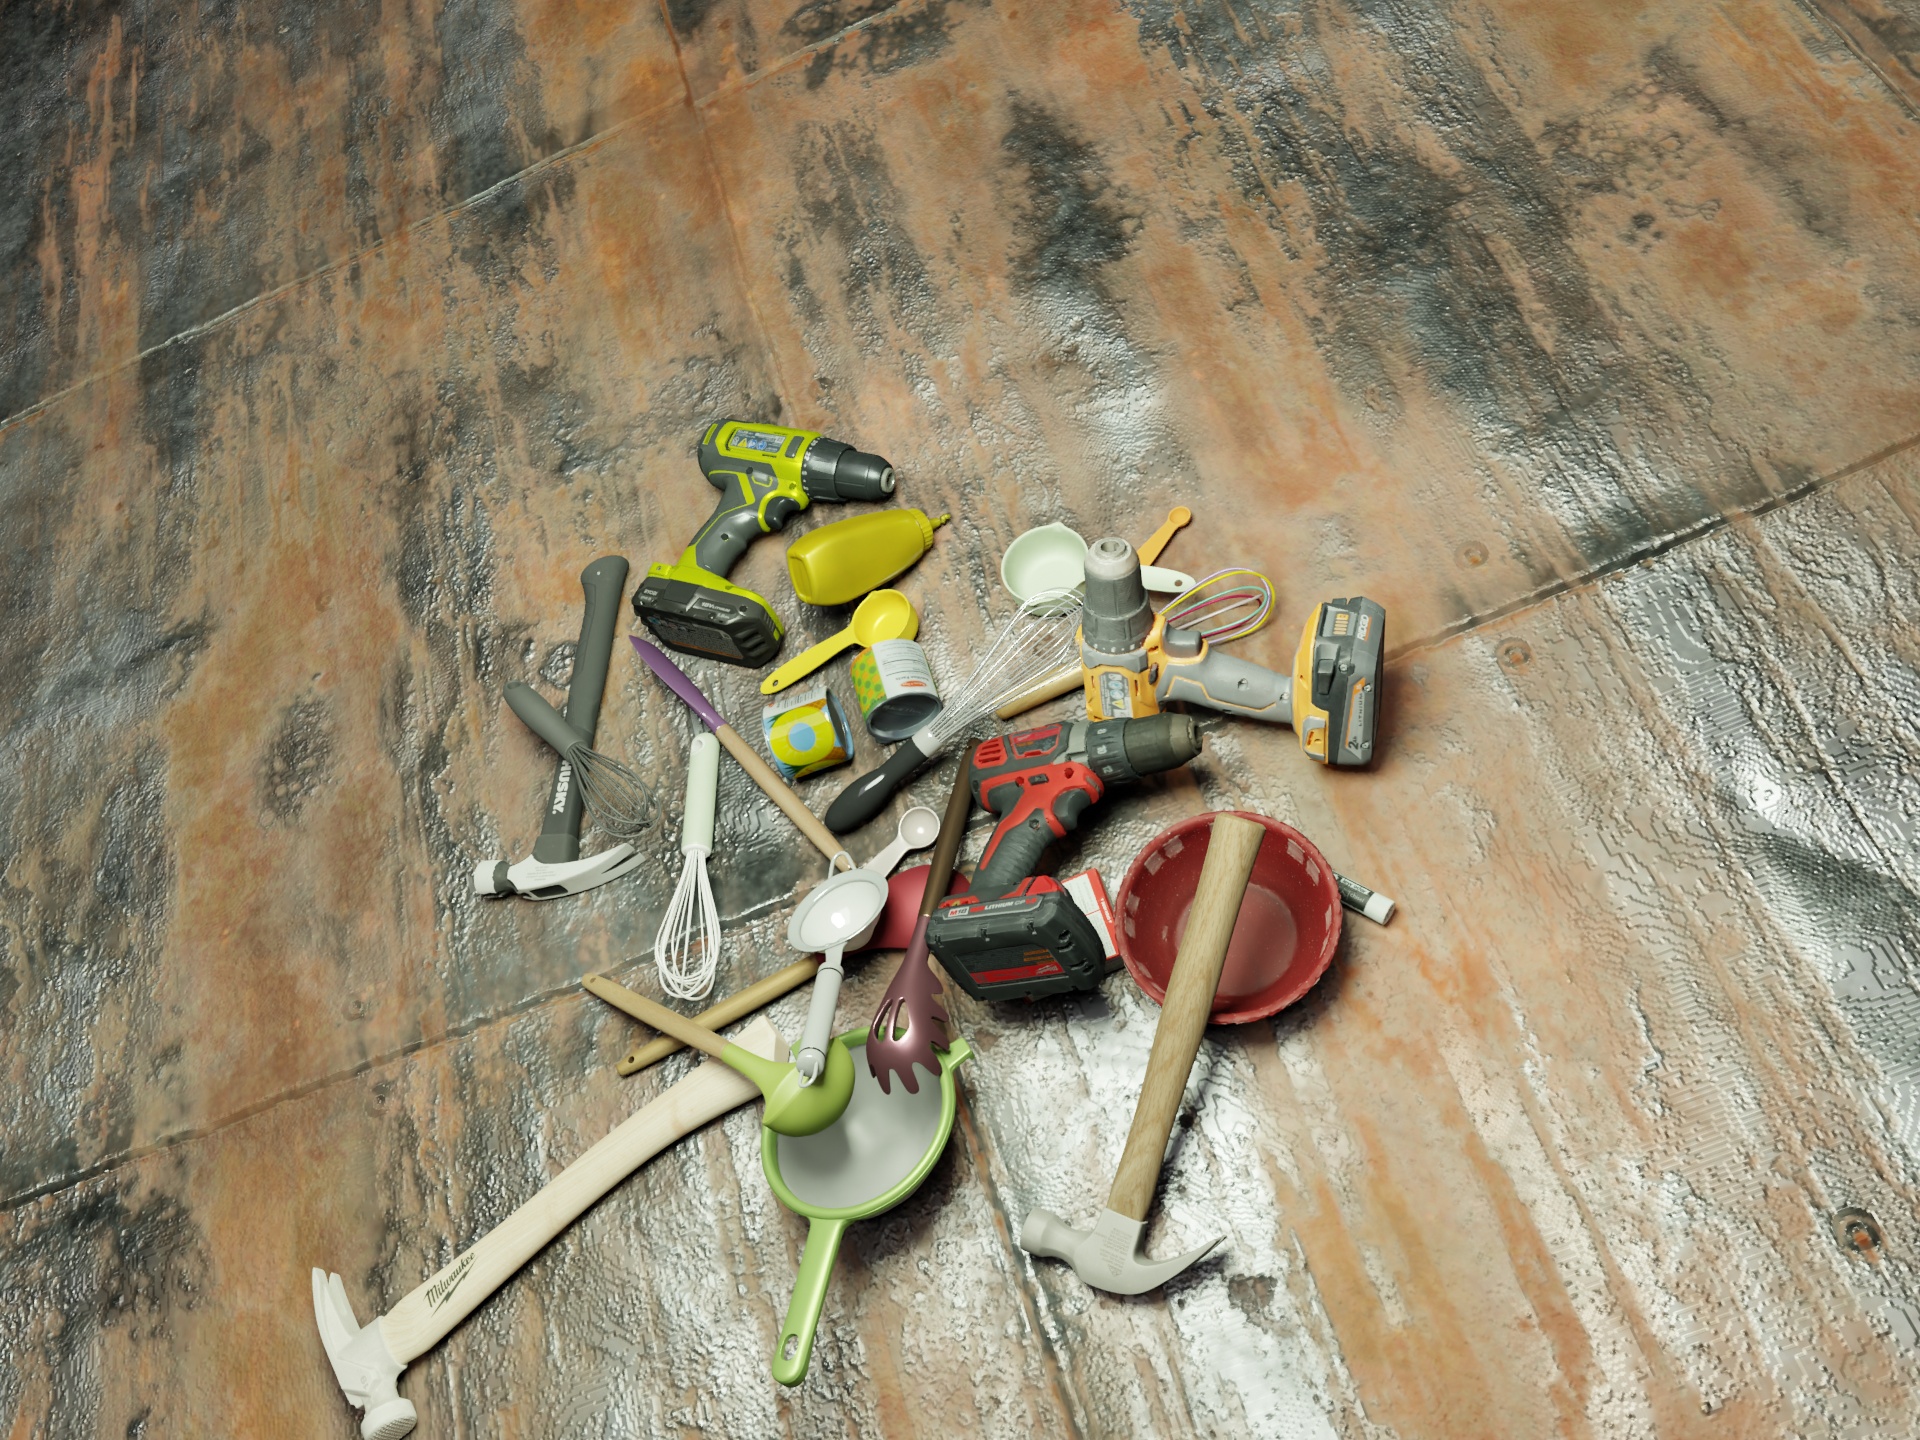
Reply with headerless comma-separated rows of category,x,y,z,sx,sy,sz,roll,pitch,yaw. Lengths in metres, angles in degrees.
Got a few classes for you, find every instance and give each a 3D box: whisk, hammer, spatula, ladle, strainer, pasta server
whisk,-0.218,0.115,1.313,0.058,0.059,0.247,-23,51,29
hammer,-0.334,-0.002,1.420,0.146,0.035,0.335,-5,61,17
hammer,-0.308,0.360,1.216,0.410,0.038,0.146,-38,56,-5
spatula,-0.189,0.024,1.353,0.316,0.059,0.018,44,99,27
ladle,-0.133,0.201,1.249,0.315,0.031,0.069,-29,58,4
strainer,-0.074,0.341,1.109,0.151,0.069,0.257,-5,49,26
whisk,-0.331,0.028,1.357,0.055,0.055,0.239,-46,53,-9
pasta server,-0.017,0.135,1.204,0.060,0.040,0.316,-8,43,24
hammer,0.147,0.226,1.081,0.130,0.031,0.331,16,88,24
whisk,-0.002,-0.004,1.279,0.284,0.070,0.070,-41,57,9
whisk,0.140,-0.055,1.288,0.245,0.047,0.051,-24,46,10
ladle,-0.196,0.233,1.192,0.320,0.062,0.078,14,53,42
strainer,-0.094,0.182,1.152,0.087,0.050,0.259,-22,23,15

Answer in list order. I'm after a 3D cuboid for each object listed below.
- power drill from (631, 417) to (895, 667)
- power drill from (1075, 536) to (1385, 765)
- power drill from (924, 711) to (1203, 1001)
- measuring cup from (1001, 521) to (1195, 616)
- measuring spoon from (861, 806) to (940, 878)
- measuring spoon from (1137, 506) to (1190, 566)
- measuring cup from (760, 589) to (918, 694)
power drill,-0.178,-0.167,1.433,0.191,0.080,0.229,13,65,23
power drill,0.196,-0.053,1.183,0.226,0.185,0.084,6,47,18
power drill,0.078,0.086,1.167,0.188,0.080,0.227,-13,40,29
measuring cup,0.117,-0.116,1.330,0.168,0.038,0.083,10,66,21
measuring spoon,-0.062,0.120,1.278,0.124,0.018,0.034,-46,65,-1
measuring spoon,0.156,-0.134,1.344,0.021,0.011,0.117,35,81,37
measuring cup,-0.104,-0.059,1.385,0.156,0.029,0.062,-29,54,15
